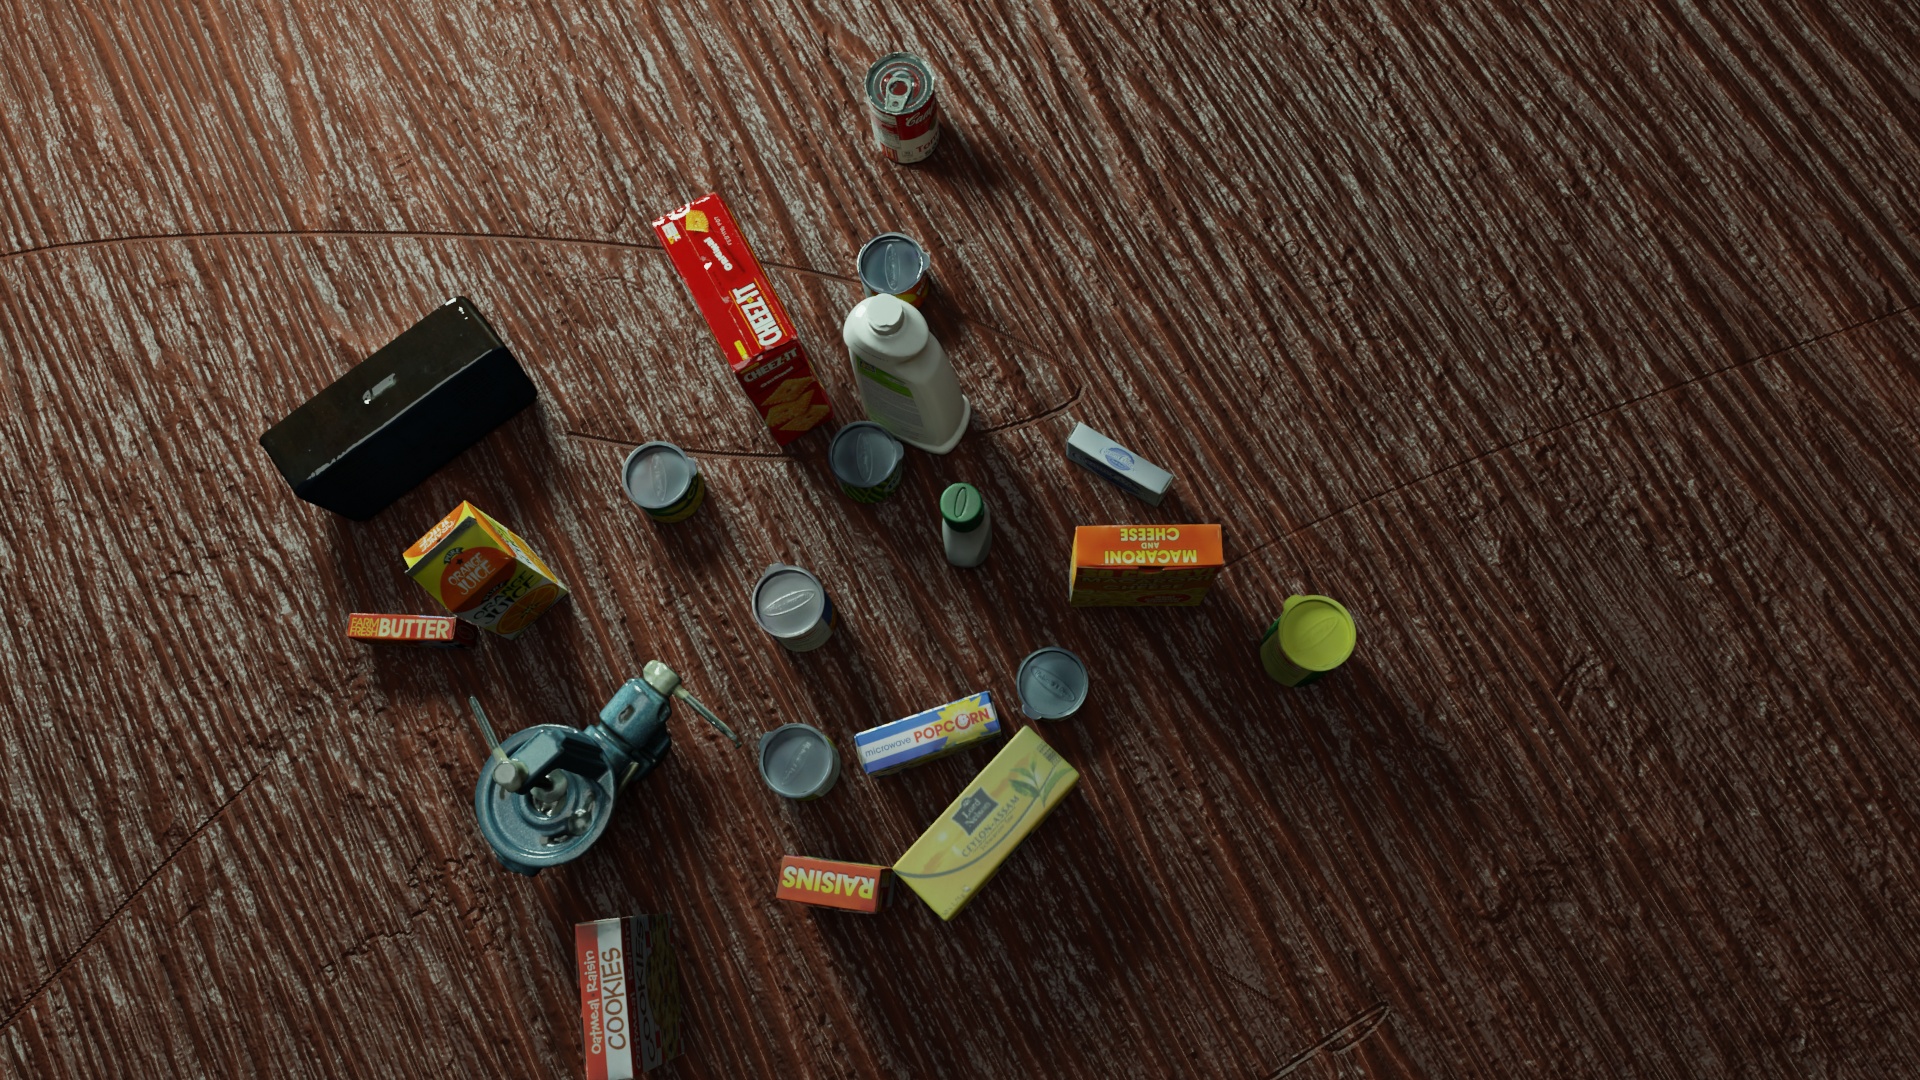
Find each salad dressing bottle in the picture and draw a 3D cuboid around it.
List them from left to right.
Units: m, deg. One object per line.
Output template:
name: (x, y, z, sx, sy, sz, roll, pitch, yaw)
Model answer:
salad dressing bottle: (0.004, -0.016, 1.260, 0.044, 0.147, 0.064, 11, 77, 5)

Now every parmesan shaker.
parmesan shaker: (0.307, 0.089, 1.242, 0.071, 0.103, 0.071, -1, 76, 3)

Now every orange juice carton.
orange juice carton: (-0.430, 0.026, 1.246, 0.072, 0.192, 0.073, -42, 78, -7)

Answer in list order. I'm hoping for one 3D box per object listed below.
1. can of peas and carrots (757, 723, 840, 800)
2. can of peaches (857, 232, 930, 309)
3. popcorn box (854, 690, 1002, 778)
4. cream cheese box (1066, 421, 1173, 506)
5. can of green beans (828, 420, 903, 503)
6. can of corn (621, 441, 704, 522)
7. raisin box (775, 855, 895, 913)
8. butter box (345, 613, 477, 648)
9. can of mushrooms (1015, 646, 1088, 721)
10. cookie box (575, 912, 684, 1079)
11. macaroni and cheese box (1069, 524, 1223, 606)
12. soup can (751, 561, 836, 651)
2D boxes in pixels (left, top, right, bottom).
can of peas and carrots: (-0.147, 0.200, 1.257, 0.071, 0.058, 0.071, -1, 76, 3)
can of peaches: (-0.063, -0.262, 1.372, 0.071, 0.058, 0.071, -1, 76, 3)
popcorn box: (-0.027, 0.175, 1.244, 0.127, 0.085, 0.038, -18, 76, -2)
cream cheese box: (0.149, -0.071, 1.316, 0.104, 0.053, 0.024, 31, 80, 10)
can of green beans: (-0.090, -0.074, 1.325, 0.071, 0.057, 0.071, -1, 76, 3)
can of corn: (-0.281, -0.055, 1.329, 0.071, 0.058, 0.071, -1, 76, 3)
raisin box: (-0.105, 0.296, 1.197, 0.086, 0.123, 0.040, 7, 77, 5)
butter box: (-0.515, 0.086, 1.306, 0.103, 0.053, 0.024, 2, 76, 3)
can of mushrooms: (0.082, 0.135, 1.277, 0.071, 0.033, 0.071, -1, 76, 2)
cookie box: (-0.275, 0.378, 1.161, 0.040, 0.167, 0.123, -9, 76, 0)
macaroni and cheese box: (0.161, 0.025, 1.233, 0.124, 0.166, 0.040, -1, 76, 3)
soup can: (-0.153, 0.062, 1.280, 0.071, 0.083, 0.071, -1, 76, 3)
